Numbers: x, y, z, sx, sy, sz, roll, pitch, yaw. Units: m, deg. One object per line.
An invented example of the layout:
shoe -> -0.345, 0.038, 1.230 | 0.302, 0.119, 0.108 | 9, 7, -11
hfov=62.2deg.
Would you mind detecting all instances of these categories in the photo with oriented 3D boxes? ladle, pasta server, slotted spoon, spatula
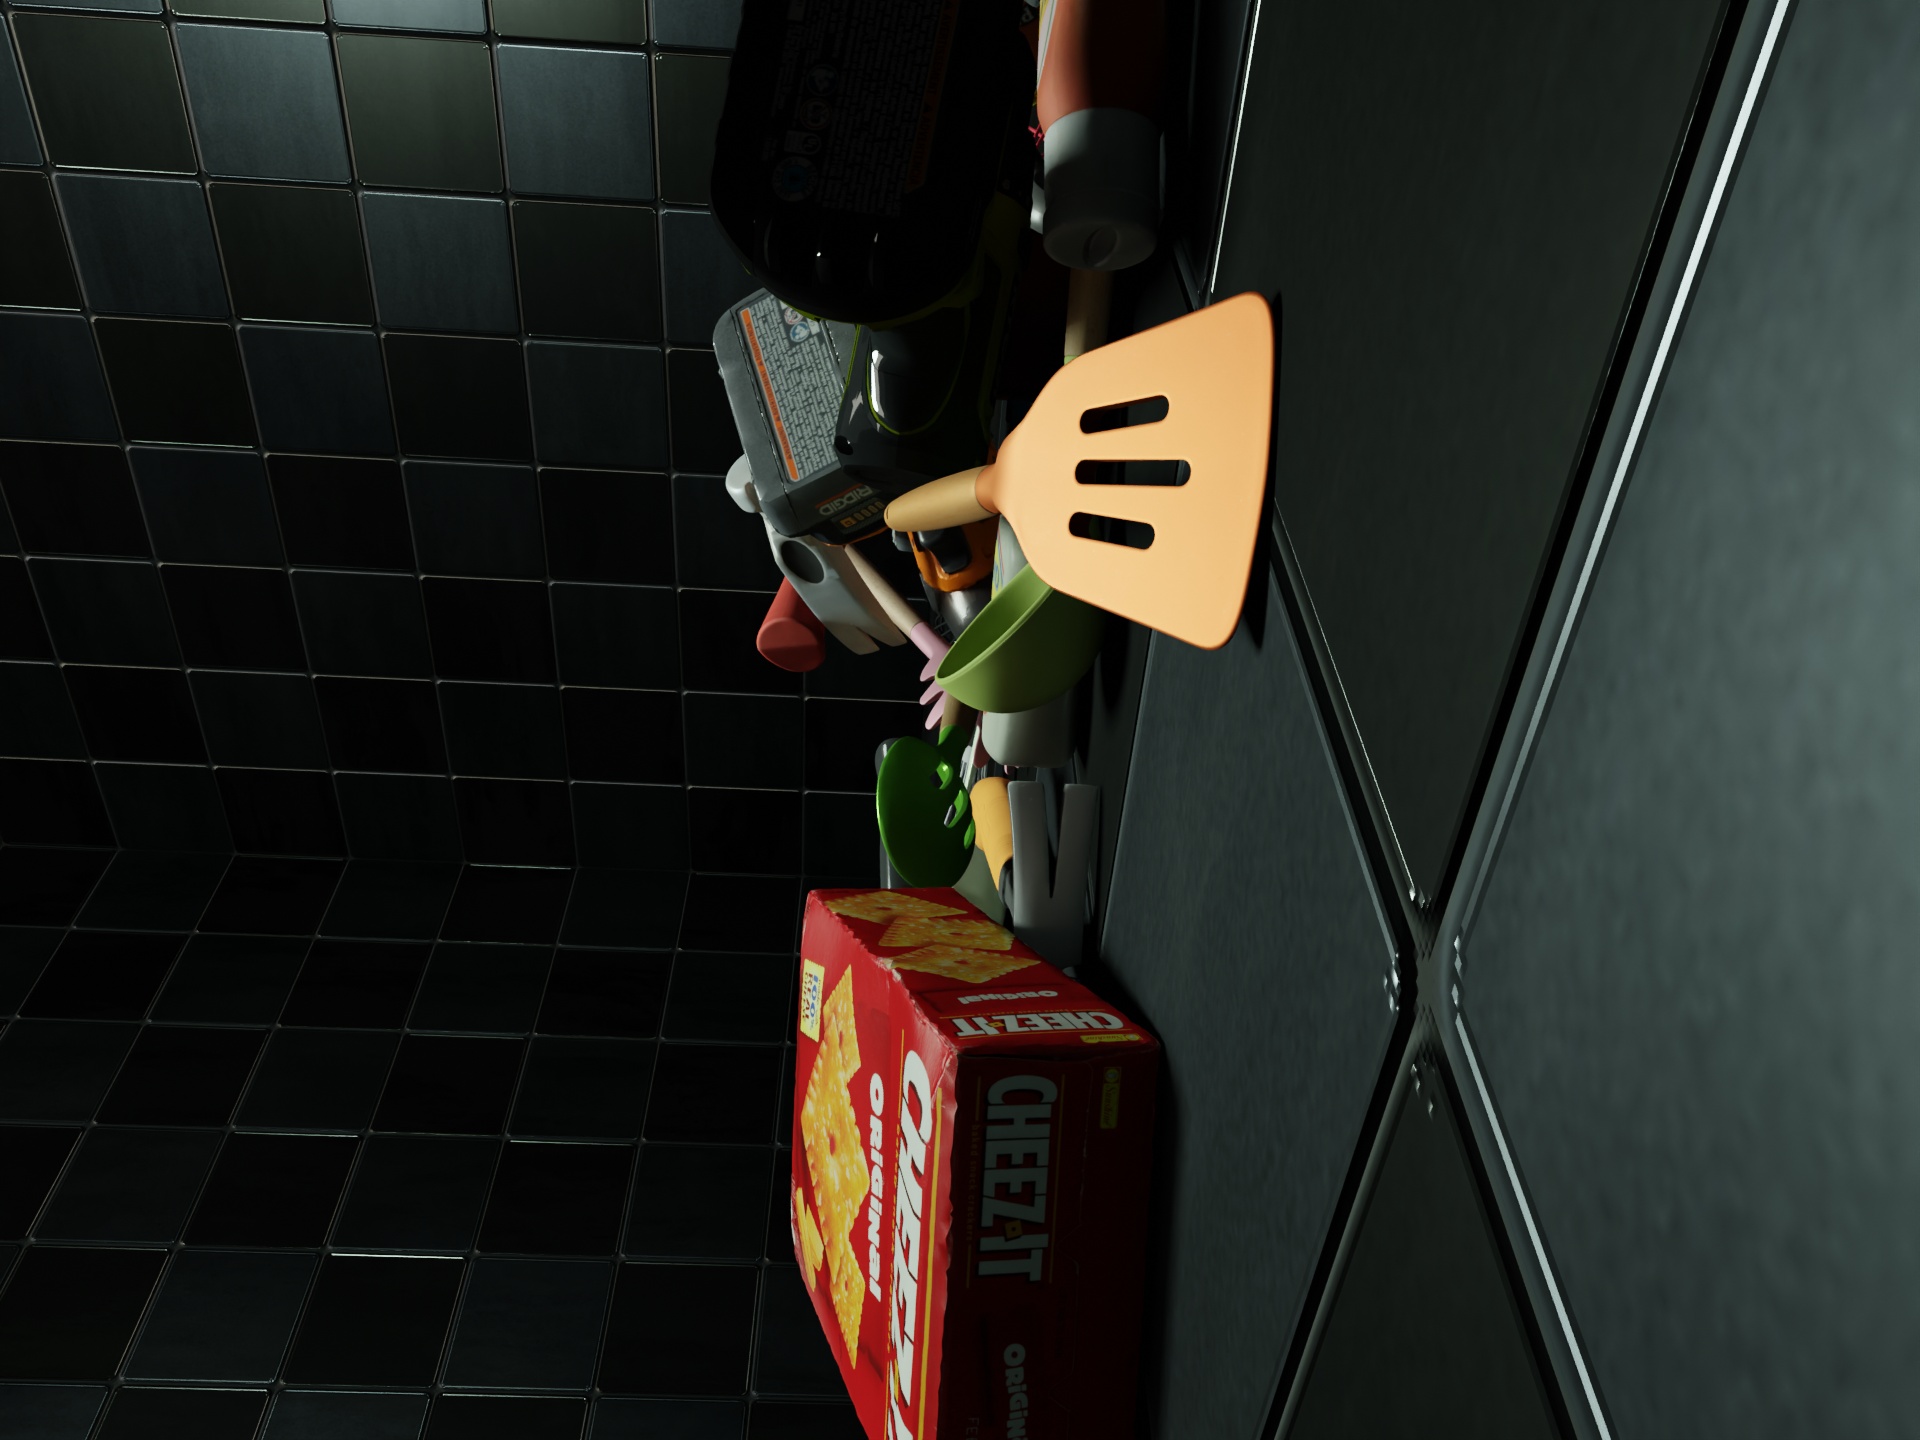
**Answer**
ladle -> 0.036, -0.160, 0.578 | 0.078, 0.062, 0.320 | -132, 47, -79
pasta server -> -0.039, -0.061, 1.018 | 0.317, 0.060, 0.040 | 48, 117, 51
slotted spoon -> -0.001, -0.003, 0.821 | 0.070, 0.031, 0.314 | 63, -165, -17
spatula -> 0.015, -0.070, 0.502 | 0.323, 0.041, 0.081 | -157, 73, -77

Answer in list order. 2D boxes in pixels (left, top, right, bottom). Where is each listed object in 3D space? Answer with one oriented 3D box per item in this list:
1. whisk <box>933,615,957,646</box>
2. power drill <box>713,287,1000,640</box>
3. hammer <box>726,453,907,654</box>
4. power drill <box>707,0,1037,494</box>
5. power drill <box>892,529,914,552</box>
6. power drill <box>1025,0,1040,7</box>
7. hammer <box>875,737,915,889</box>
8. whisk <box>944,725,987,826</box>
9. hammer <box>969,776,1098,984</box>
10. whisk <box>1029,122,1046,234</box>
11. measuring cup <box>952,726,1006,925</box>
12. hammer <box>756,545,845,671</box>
whisk -> 0.014, -0.069, 1.072 | 0.239, 0.055, 0.055 | 128, 144, -78
power drill -> -0.024, -0.112, 0.804 | 0.226, 0.084, 0.164 | 30, -141, -64
hammer -> -0.054, -0.219, 0.967 | 0.143, 0.038, 0.387 | 55, -148, -41
power drill -> -0.013, -0.193, 0.560 | 0.228, 0.080, 0.190 | 35, -114, -83
power drill -> 0.007, -0.219, 1.027 | 0.185, 0.084, 0.226 | -115, 32, -81
power drill -> 0.005, -0.370, 0.567 | 0.078, 0.143, 0.219 | -45, -4, -9
hammer -> -0.036, 0.170, 1.006 | 0.146, 0.035, 0.335 | 96, 172, -67
whisk -> 0.004, 0.040, 1.064 | 0.070, 0.070, 0.284 | -91, 8, -48
hammer -> 0.027, 0.064, 0.764 | 0.337, 0.034, 0.127 | -106, 18, -82
whisk -> 0.028, -0.299, 0.844 | 0.296, 0.073, 0.073 | -102, 14, -59
measuring cup -> 0.018, 0.063, 0.987 | 0.083, 0.038, 0.167 | -125, 45, -84
hammer -> -0.080, -0.149, 1.016 | 0.359, 0.037, 0.149 | -81, -16, -56
